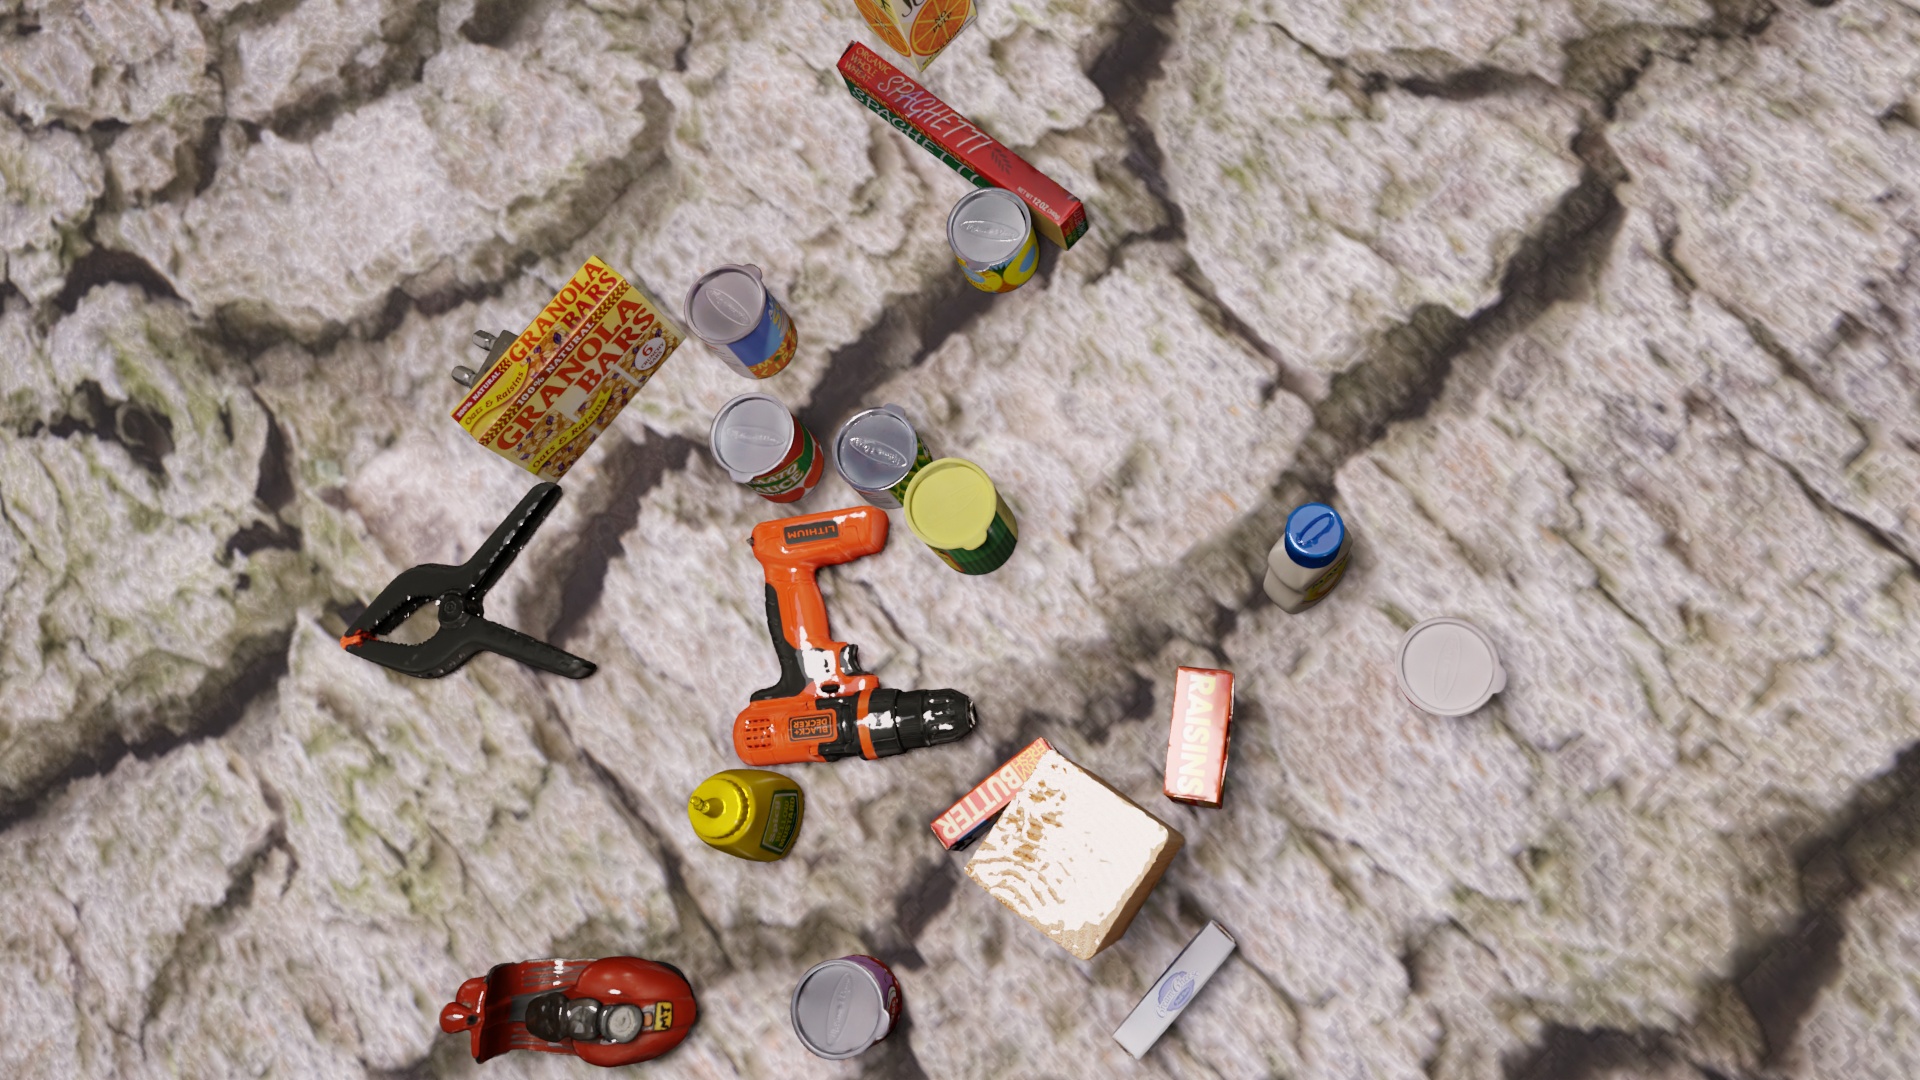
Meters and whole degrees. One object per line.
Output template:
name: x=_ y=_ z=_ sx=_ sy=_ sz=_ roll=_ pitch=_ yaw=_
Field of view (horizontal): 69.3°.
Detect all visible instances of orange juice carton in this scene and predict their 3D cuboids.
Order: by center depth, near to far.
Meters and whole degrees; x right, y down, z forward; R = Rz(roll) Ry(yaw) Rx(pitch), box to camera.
orange juice carton: x=-0.052 y=-0.464 z=1.095 sx=0.072 sy=0.192 sz=0.073 roll=-45 pitch=73 yaw=-1

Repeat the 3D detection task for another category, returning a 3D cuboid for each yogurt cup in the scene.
yogurt cup: x=0.331 y=0.089 z=0.954 sx=0.072 sy=0.054 sz=0.072 roll=-3 pitch=76 yaw=11

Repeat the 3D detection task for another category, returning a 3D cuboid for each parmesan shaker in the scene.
parmesan shaker: x=0.004 y=-0.013 z=1.019 sx=0.071 sy=0.103 sz=0.071 roll=-3 pitch=76 yaw=11

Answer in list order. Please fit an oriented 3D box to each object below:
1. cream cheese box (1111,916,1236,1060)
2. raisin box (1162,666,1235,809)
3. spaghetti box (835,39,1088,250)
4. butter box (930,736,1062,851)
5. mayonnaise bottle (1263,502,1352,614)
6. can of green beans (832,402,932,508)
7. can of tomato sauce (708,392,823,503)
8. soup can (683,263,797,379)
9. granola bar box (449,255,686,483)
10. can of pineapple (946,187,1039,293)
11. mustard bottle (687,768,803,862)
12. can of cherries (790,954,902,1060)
cream cheese box: x=0.146 y=0.302 z=0.939 sx=0.024 sy=0.053 sz=0.104 roll=40 pitch=87 yaw=17
raisin box: x=0.163 y=0.136 z=0.940 sx=0.040 sy=0.123 sz=0.086 roll=7 pitch=78 yaw=13
spaghetti box: x=-0.001 y=-0.321 z=1.124 sx=0.250 sy=0.050 sz=0.029 roll=40 pitch=87 yaw=17
butter box: x=0.029 y=0.181 z=0.993 sx=0.103 sy=0.053 sz=0.024 roll=-38 pitch=73 yaw=0
mayonnaise bottle: x=0.237 y=0.010 z=0.943 sx=0.065 sy=0.148 sz=0.041 roll=-42 pitch=73 yaw=0
can of green beans: x=-0.059 y=-0.062 z=1.068 sx=0.071 sy=0.057 sz=0.071 roll=-3 pitch=76 yaw=11
can of tomato sauce: x=-0.148 y=-0.068 z=1.074 sx=0.071 sy=0.083 sz=0.071 roll=-3 pitch=76 yaw=11
soup can: x=-0.171 y=-0.174 z=1.104 sx=0.071 sy=0.083 sz=0.071 roll=-3 pitch=76 yaw=11
granola bar box: x=-0.307 y=-0.132 z=1.100 sx=0.039 sy=0.124 sz=0.165 roll=40 pitch=87 yaw=17
can of pineapple: x=0.026 y=-0.234 z=1.093 sx=0.071 sy=0.057 sz=0.071 roll=-3 pitch=76 yaw=11
mustard bottle: x=-0.154 y=0.191 z=0.971 sx=0.049 sy=0.160 sz=0.065 roll=10 pitch=79 yaw=14
can of cherries: x=-0.077 y=0.328 z=0.975 sx=0.071 sy=0.058 sz=0.071 roll=-3 pitch=76 yaw=11
